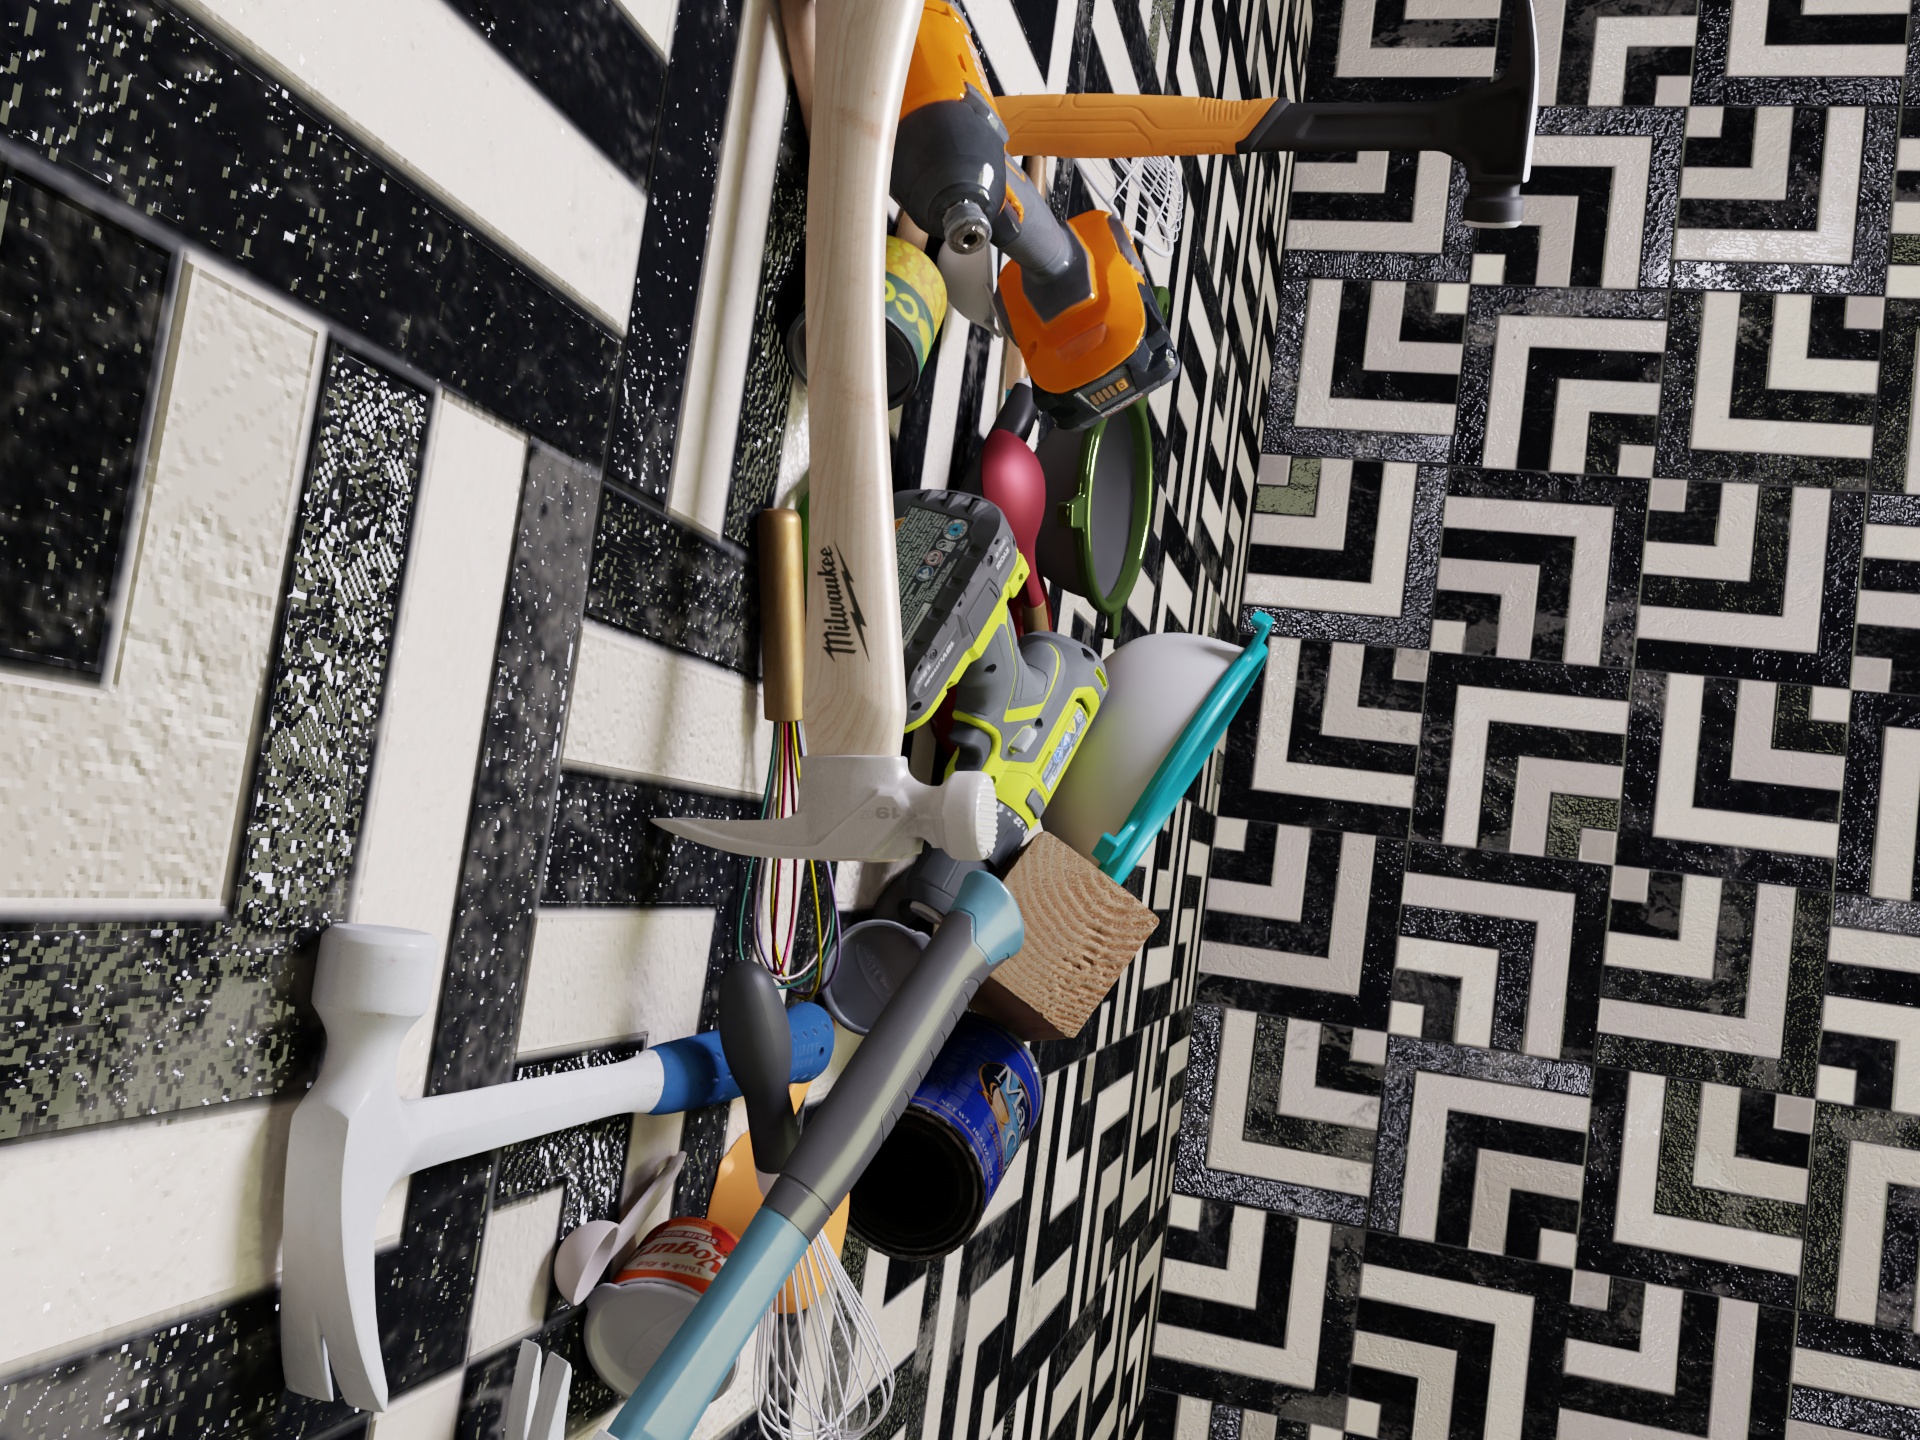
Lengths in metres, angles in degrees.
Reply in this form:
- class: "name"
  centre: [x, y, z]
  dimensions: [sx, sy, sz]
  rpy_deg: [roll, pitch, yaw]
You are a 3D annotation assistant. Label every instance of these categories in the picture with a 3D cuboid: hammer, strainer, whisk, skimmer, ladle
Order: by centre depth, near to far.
- class: "hammer"
  centre: [-0.135, 0.154, 0.649]
  dimensions: [0.405, 0.035, 0.144]
  rpy_deg: [24, 72, -74]
- class: "hammer"
  centre: [-0.065, 0.199, 0.662]
  dimensions: [0.128, 0.033, 0.331]
  rpy_deg: [54, 55, -28]
- class: "hammer"
  centre: [-0.058, -0.145, 0.686]
  dimensions: [0.038, 0.146, 0.411]
  rpy_deg: [15, 75, -75]
- class: "whisk"
  centre: [-0.077, 0.231, 0.726]
  dimensions: [0.070, 0.070, 0.284]
  rpy_deg: [-55, 142, -60]
- class: "whisk"
  centre: [-0.087, 0.020, 0.776]
  dimensions: [0.047, 0.051, 0.245]
  rpy_deg: [-112, -159, -78]
- class: "hammer"
  centre: [0.144, -0.341, 0.889]
  dimensions: [0.034, 0.337, 0.127]
  rpy_deg: [-52, 143, -64]
- class: "strainer"
  centre: [0.021, -0.327, 1.011]
  dimensions: [0.086, 0.050, 0.259]
  rpy_deg: [87, 12, -51]
- class: "ladle"
  centre: [0.048, -0.060, 1.031]
  dimensions: [0.315, 0.031, 0.069]
  rpy_deg: [79, 25, -50]
- class: "whisk"
  centre: [-0.006, 0.094, 1.077]
  dimensions: [0.239, 0.055, 0.055]
  rpy_deg: [-36, 131, -64]
- class: "strainer"
  centre: [0.090, -0.194, 1.082]
  dimensions: [0.151, 0.069, 0.256]
  rpy_deg: [60, 40, -57]
- class: "skimmer"
  centre: [0.057, -0.273, 1.104]
  dimensions: [0.127, 0.090, 0.363]
  rpy_deg: [37, 72, -31]
- class: "strainer"
  centre: [0.112, 0.035, 1.134]
  dimensions: [0.211, 0.095, 0.340]
  rpy_deg: [-54, 170, -14]

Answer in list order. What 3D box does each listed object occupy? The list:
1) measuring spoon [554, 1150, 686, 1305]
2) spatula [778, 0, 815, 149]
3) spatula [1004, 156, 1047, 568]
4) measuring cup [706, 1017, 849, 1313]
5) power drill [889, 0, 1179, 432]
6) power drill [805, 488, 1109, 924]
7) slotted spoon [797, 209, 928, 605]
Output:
- class: "measuring spoon"
  centre: [-0.145, 0.210, 0.683]
  dimensions: [0.124, 0.018, 0.034]
  rpy_deg: [-35, 148, -78]
- class: "spatula"
  centre: [-0.073, -0.314, 0.719]
  dimensions: [0.315, 0.018, 0.060]
  rpy_deg: [78, 28, -46]
- class: "spatula"
  centre: [0.051, -0.261, 1.136]
  dimensions: [0.082, 0.044, 0.317]
  rpy_deg: [4, 90, -48]
- class: "measuring cup"
  centre: [-0.079, 0.231, 0.847]
  dimensions: [0.174, 0.052, 0.095]
  rpy_deg: [-65, 156, -44]
- class: "power drill"
  centre: [0.029, -0.248, 0.819]
  dimensions: [0.226, 0.084, 0.164]
  rpy_deg: [39, 31, -49]
- class: "power drill"
  centre: [-0.001, -0.003, 0.904]
  dimensions: [0.191, 0.080, 0.228]
  rpy_deg: [-60, 148, -19]
- class: "slotted spoon"
  centre: [-0.046, -0.187, 0.850]
  dimensions: [0.070, 0.031, 0.314]
  rpy_deg: [79, 21, -60]
